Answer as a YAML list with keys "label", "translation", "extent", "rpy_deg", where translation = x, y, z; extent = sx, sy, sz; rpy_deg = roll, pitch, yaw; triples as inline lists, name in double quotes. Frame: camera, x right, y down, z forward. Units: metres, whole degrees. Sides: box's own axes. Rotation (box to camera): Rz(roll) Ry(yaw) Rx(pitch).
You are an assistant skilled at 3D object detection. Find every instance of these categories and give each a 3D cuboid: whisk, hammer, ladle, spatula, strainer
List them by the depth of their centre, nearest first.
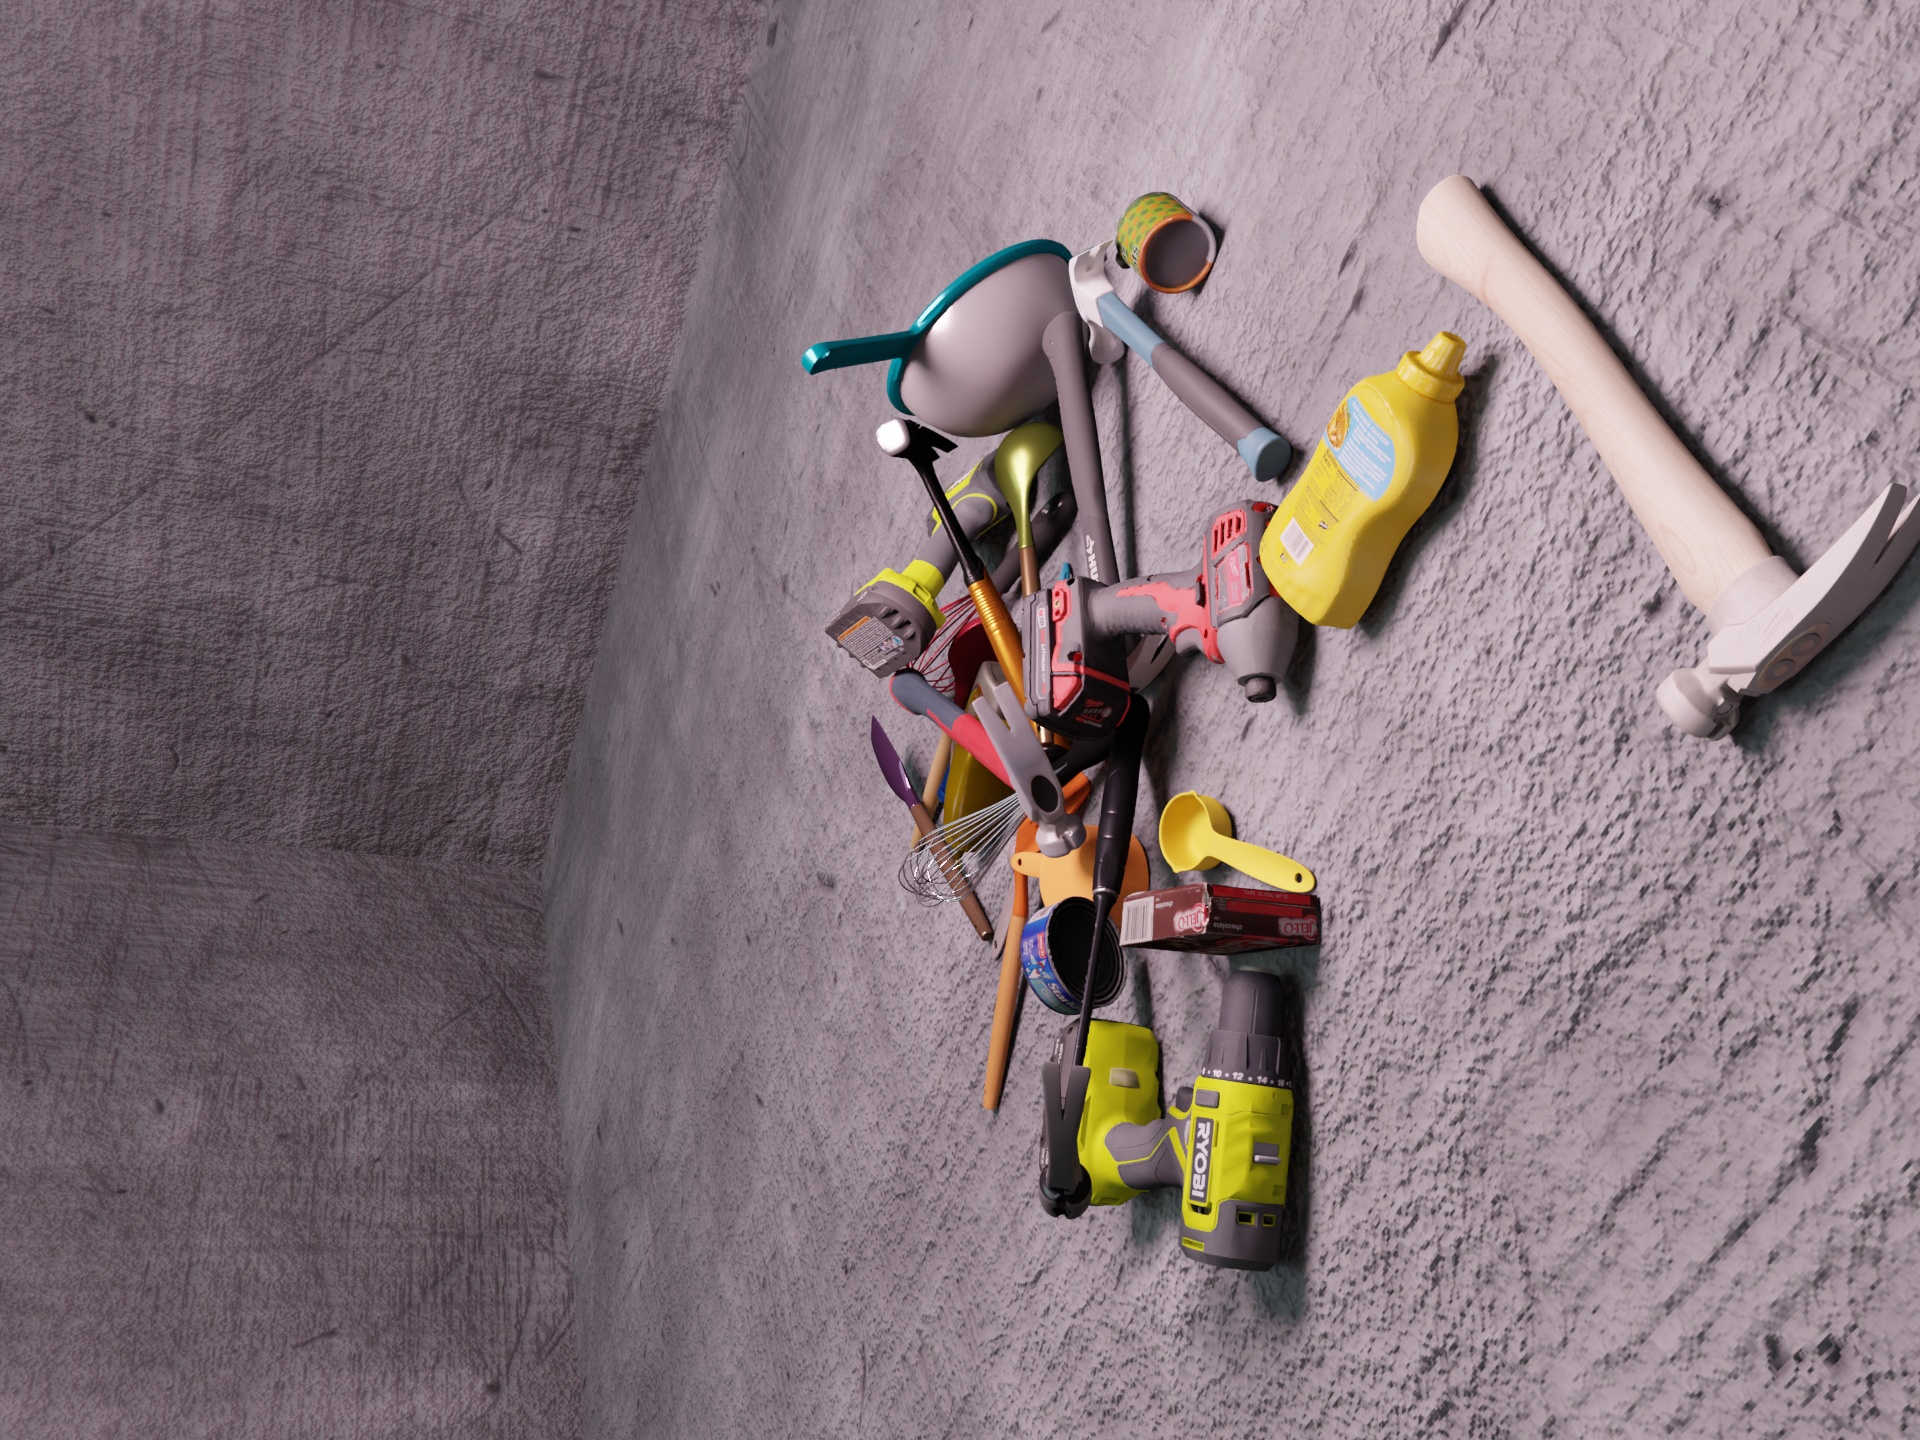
- label: "hammer"
  translation: [0.346, -0.186, 0.851]
  extent: [0.411, 0.038, 0.146]
  rpy_deg: [-104, 33, -42]
- label: "hammer"
  translation: [0.100, 0.137, 1.144]
  extent: [0.149, 0.036, 0.409]
  rpy_deg: [85, -166, -48]
- label: "hammer"
  translation: [0.166, -0.278, 1.250]
  extent: [0.331, 0.033, 0.128]
  rpy_deg: [59, 175, 47]
- label: "hammer"
  translation: [0.112, -0.183, 1.326]
  extent: [0.146, 0.035, 0.335]
  rpy_deg: [-29, 65, 61]
- label: "hammer"
  translation: [-0.002, -0.004, 1.358]
  extent: [0.143, 0.038, 0.387]
  rpy_deg: [63, 171, -21]
- label: "whisk"
  translation: [0.046, 0.076, 1.368]
  extent: [0.284, 0.070, 0.070]
  rpy_deg: [-42, 43, 32]
- label: "ladle"
  translation: [0.071, -0.123, 1.393]
  extent: [0.078, 0.062, 0.320]
  rpy_deg: [-34, 53, 48]
- label: "strainer"
  translation: [0.004, -0.308, 1.395]
  extent: [0.095, 0.340, 0.211]
  rpy_deg: [51, 130, 13]
- label: "hammer"
  translation: [0.023, -0.110, 1.411]
  extent: [0.034, 0.127, 0.337]
  rpy_deg: [-27, 81, 19]
- label: "spatula"
  translation: [0.058, 0.195, 1.411]
  extent: [0.081, 0.041, 0.322]
  rpy_deg: [-145, 61, -65]
- label: "whisk"
  translation: [0.028, -0.119, 1.538]
  extent: [0.295, 0.073, 0.073]
  rpy_deg: [-49, 39, 41]
- label: "ladle"
  translation: [-0.009, 0.016, 1.588]
  extent: [0.031, 0.069, 0.315]
  rpy_deg: [-119, 36, -43]
- label: "spatula"
  translation: [-0.035, 0.108, 1.600]
  extent: [0.316, 0.018, 0.059]
  rpy_deg: [-123, 28, -44]

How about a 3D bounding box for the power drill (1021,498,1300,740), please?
- label: "power drill"
  translation: [0.149, -0.061, 1.160]
  extent: [0.219, 0.078, 0.143]
  rpy_deg: [-20, 63, 42]

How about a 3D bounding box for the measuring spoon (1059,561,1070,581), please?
- label: "measuring spoon"
  translation: [0.099, -0.086, 1.419]
  extent: [0.042, 0.021, 0.129]
  rpy_deg: [129, 151, -54]

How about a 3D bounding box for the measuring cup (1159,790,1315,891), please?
- label: "measuring cup"
  translation: [0.200, 0.093, 1.123]
  extent: [0.157, 0.029, 0.062]
  rpy_deg: [22, 103, 54]

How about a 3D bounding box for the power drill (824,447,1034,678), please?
- label: "power drill"
  translation: [-0.031, -0.153, 1.553]
  extent: [0.223, 0.080, 0.171]
  rpy_deg: [-55, 13, -27]

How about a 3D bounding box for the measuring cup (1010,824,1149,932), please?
- label: "measuring cup"
  translation: [0.078, 0.125, 1.304]
  extent: [0.174, 0.052, 0.095]
  rpy_deg: [5, 89, 54]

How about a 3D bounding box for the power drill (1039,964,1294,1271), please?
- label: "power drill"
  translation: [0.149, 0.267, 1.112]
  extent: [0.228, 0.080, 0.191]
  rpy_deg: [-16, 64, 62]

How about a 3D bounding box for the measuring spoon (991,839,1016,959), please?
- label: "measuring spoon"
  translation: [0.041, 0.164, 1.461]
  extent: [0.034, 0.018, 0.124]
  rpy_deg: [-132, 53, -60]
